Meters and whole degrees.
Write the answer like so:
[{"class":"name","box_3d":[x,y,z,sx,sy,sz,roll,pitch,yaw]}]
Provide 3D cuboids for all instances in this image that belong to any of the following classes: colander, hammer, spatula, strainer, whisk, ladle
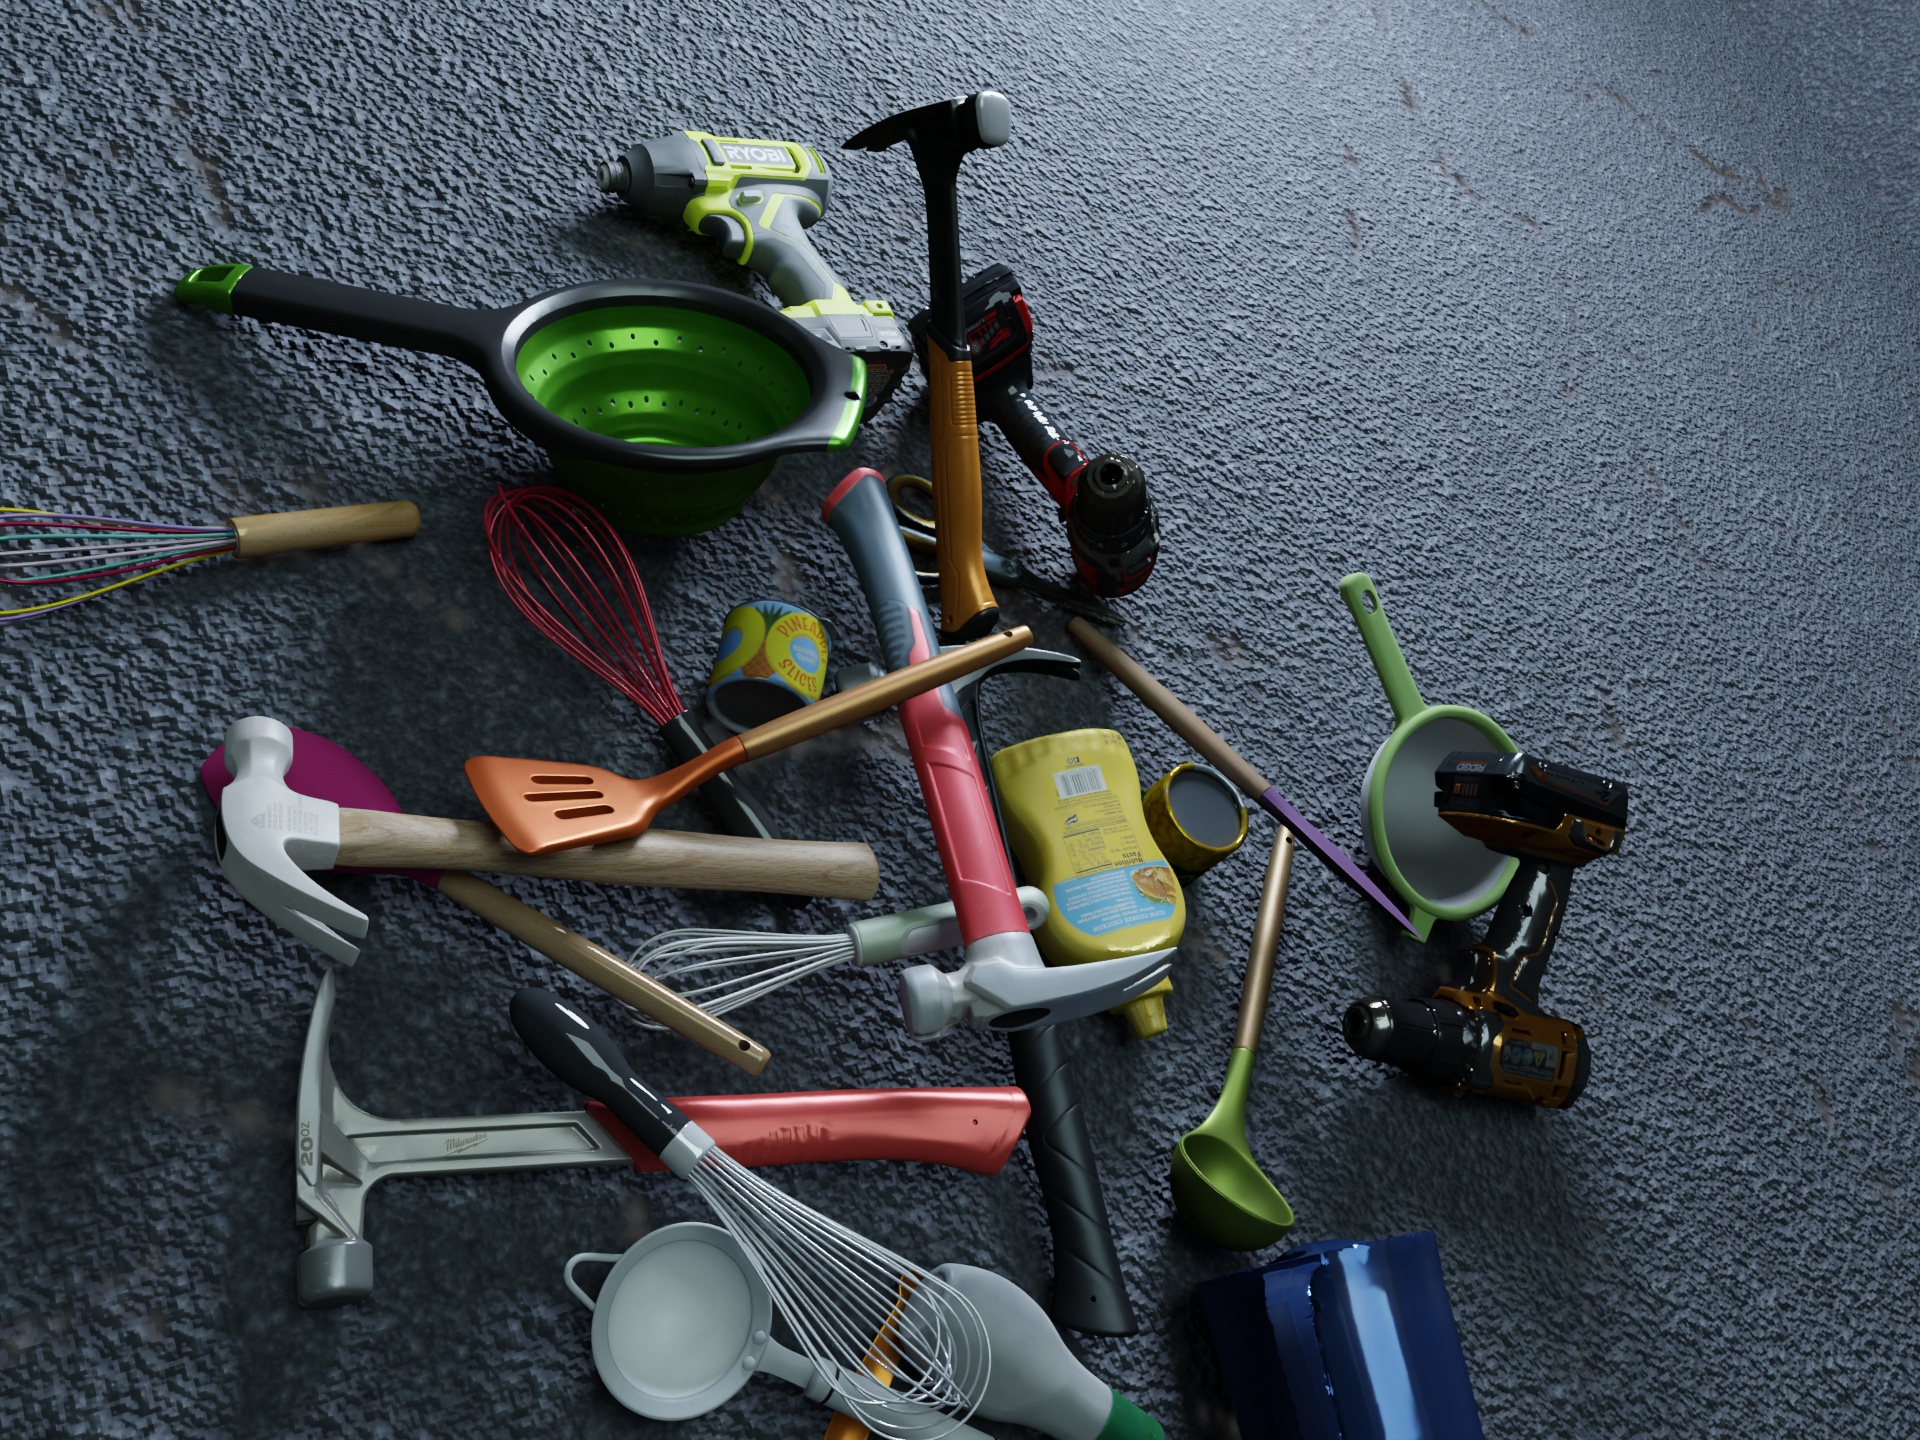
[{"class":"colander","box_3d":[-0.259,-0.191,0.949,0.397,0.094,0.205,10,41,-4]},{"class":"hammer","box_3d":[-0.012,-0.219,1.027,0.034,0.127,0.337,-13,103,-43]},{"class":"spatula","box_3d":[-0.096,0.000,0.847,0.322,0.041,0.081,-23,45,-25]},{"class":"strainer","box_3d":[-0.074,0.311,0.755,0.258,0.050,0.087,30,68,-12]},{"class":"hammer","box_3d":[-0.135,0.195,0.786,0.359,0.036,0.149,3,60,-23]},{"class":"whisk","box_3d":[-0.401,-0.096,0.825,0.245,0.051,0.047,-15,64,-39]},{"class":"ladle","box_3d":[0.188,0.182,0.991,0.078,0.062,0.320,31,48,-11]},{"class":"whisk","box_3d":[-0.064,0.122,0.853,0.246,0.057,0.059,-9,24,-21]},{"class":"spatula","box_3d":[0.180,0.032,1.043,0.316,0.018,0.059,45,7,25]},{"class":"hammer","box_3d":[-0.193,0.068,0.800,0.331,0.031,0.130,7,39,-28]},{"class":"strainer","box_3d":[0.309,0.018,1.125,0.151,0.069,0.256,-28,97,-26]},{"class":"whisk","box_3d":[-0.173,-0.016,0.899,0.073,0.073,0.296,-34,87,-40]},{"class":"hammer","box_3d":[0.037,0.141,0.912,0.149,0.036,0.409,-13,70,-1]},{"class":"whisk","box_3d":[-0.101,0.219,0.733,0.284,0.070,0.070,40,49,8]},{"class":"hammer","box_3d":[-0.001,-0.003,0.912,0.143,0.038,0.387,-8,54,-12]}]

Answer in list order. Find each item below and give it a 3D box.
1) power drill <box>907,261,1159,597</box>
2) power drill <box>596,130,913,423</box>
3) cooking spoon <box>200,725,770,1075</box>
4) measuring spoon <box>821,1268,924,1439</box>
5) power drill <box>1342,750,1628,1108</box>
[{"class":"power drill","box_3d":[0.058,-0.196,1.077,0.080,0.187,0.227,-34,77,-1]},{"class":"power drill","box_3d":[-0.141,-0.311,1.096,0.171,0.080,0.223,-11,64,-36]},{"class":"cooking spoon","box_3d":[-0.233,0.090,0.789,0.319,0.017,0.069,30,49,3]},{"class":"measuring spoon","box_3d":[-0.045,0.327,0.792,0.021,0.011,0.117,38,53,-9]},{"class":"power drill","box_3d":[0.346,0.136,1.054,0.185,0.084,0.226,14,84,-24]}]
